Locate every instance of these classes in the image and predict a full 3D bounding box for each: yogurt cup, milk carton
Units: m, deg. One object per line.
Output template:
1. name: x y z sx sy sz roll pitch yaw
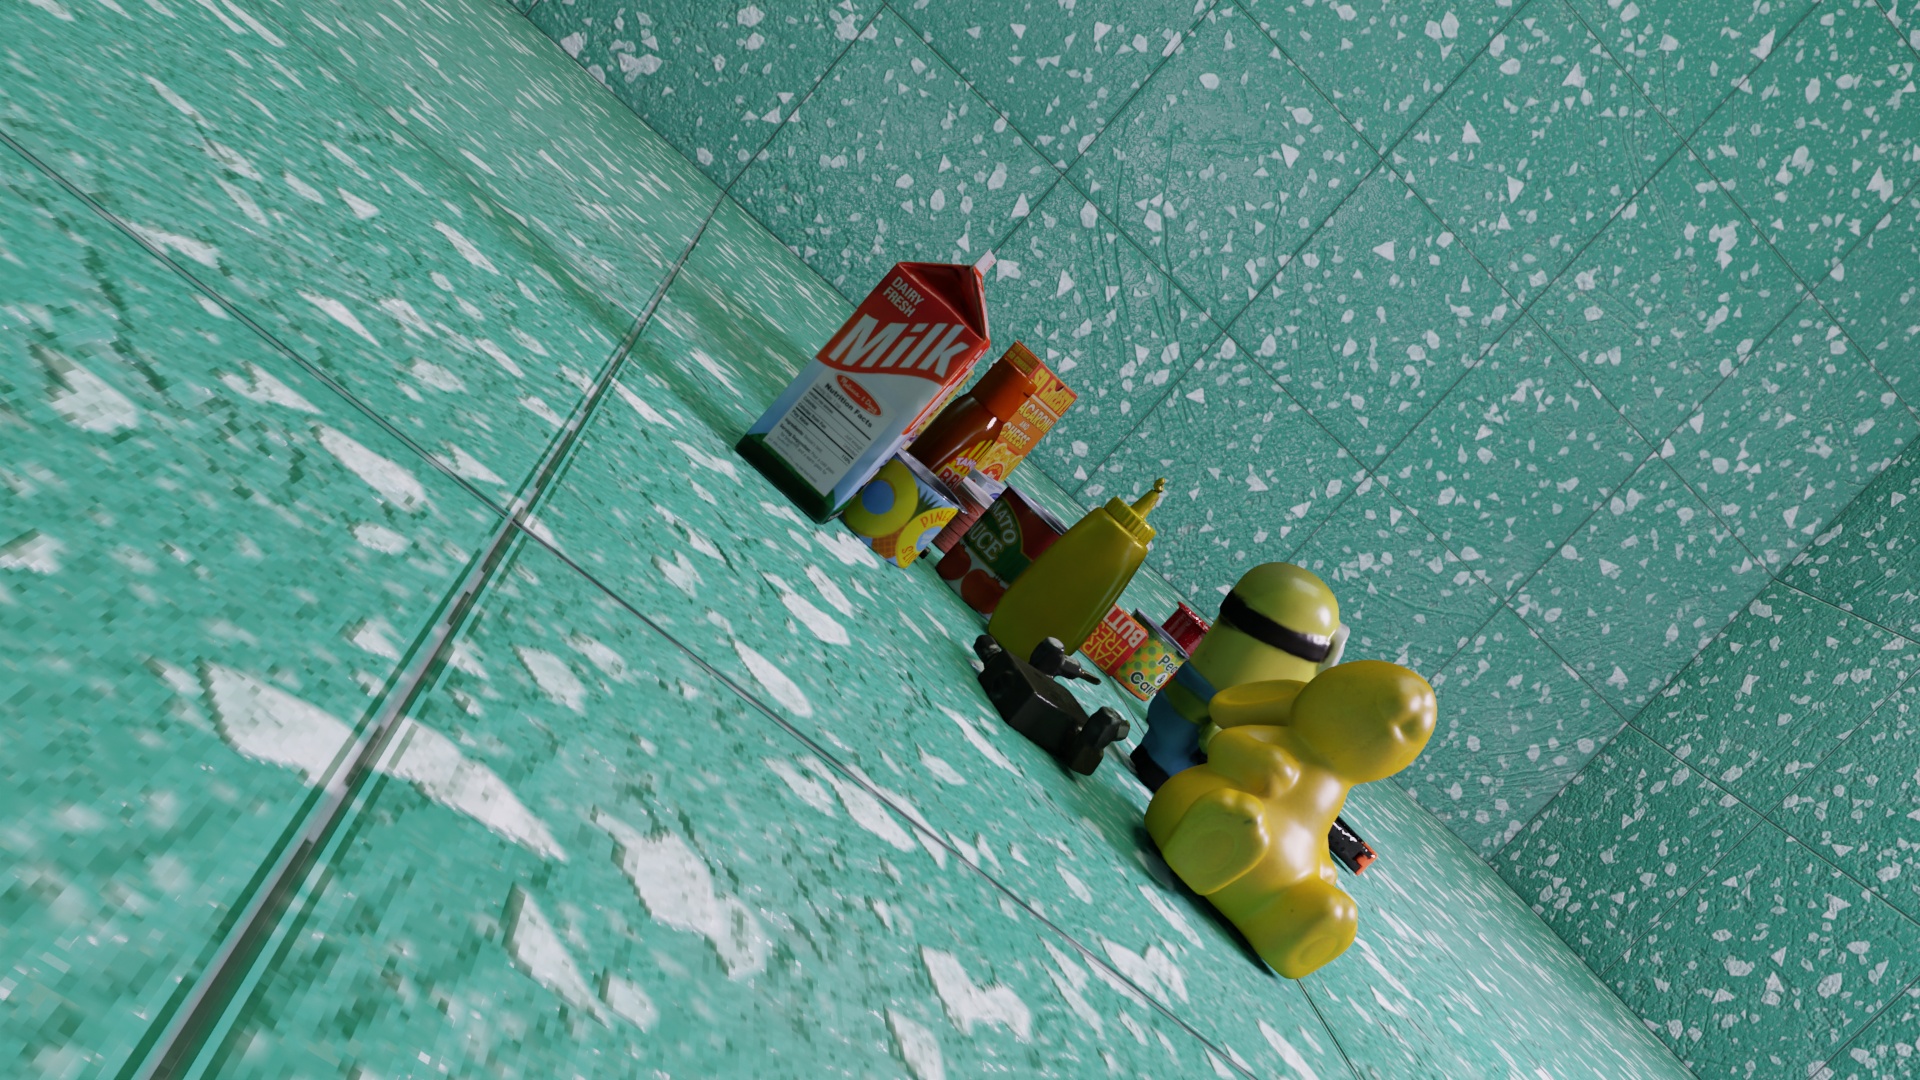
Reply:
1. yogurt cup: 0.004 -0.014 1.126 0.072 0.054 0.072 42 7 -6
2. milk carton: -0.044 -0.105 0.856 0.073 0.190 0.072 42 7 -1

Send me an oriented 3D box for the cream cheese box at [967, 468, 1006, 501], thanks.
1. cream cheese box: 0.016 -0.035 1.313 0.024 0.053 0.104 45 7 18

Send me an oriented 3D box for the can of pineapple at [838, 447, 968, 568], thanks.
1. can of pineapple: -0.040 -0.022 0.921 0.071 0.058 0.071 42 7 -6

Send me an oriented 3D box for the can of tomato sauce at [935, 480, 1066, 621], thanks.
1. can of tomato sauce: 0.031 0.009 1.018 0.071 0.083 0.071 42 7 -6

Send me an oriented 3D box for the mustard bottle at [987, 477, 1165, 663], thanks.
1. mustard bottle: 0.089 0.019 0.960 0.065 0.160 0.049 43 7 4

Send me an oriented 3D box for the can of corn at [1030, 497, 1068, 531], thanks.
1. can of corn: 0.078 0.001 1.413 0.071 0.058 0.071 42 7 -6

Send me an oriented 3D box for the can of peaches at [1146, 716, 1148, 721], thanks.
1. can of peaches: 0.198 0.151 1.176 0.071 0.058 0.071 42 7 -6

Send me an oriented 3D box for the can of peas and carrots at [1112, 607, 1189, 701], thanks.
1. can of peas and carrots: 0.167 0.106 1.267 0.071 0.058 0.071 42 7 -6

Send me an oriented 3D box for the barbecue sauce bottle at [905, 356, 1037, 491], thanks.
1. barbecue sauce bottle: -0.005 -0.073 1.044 0.044 0.148 0.065 45 7 20

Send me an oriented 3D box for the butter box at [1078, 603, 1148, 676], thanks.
1. butter box: 0.111 0.067 1.224 0.103 0.053 0.024 42 7 0

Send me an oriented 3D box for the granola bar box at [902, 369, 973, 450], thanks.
1. granola bar box: -0.059 -0.127 1.173 0.039 0.124 0.166 40 7 -23

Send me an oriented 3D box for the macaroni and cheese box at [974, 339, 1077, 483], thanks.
1. macaroni and cheese box: 0.031 -0.104 1.354 0.040 0.166 0.123 45 7 22
